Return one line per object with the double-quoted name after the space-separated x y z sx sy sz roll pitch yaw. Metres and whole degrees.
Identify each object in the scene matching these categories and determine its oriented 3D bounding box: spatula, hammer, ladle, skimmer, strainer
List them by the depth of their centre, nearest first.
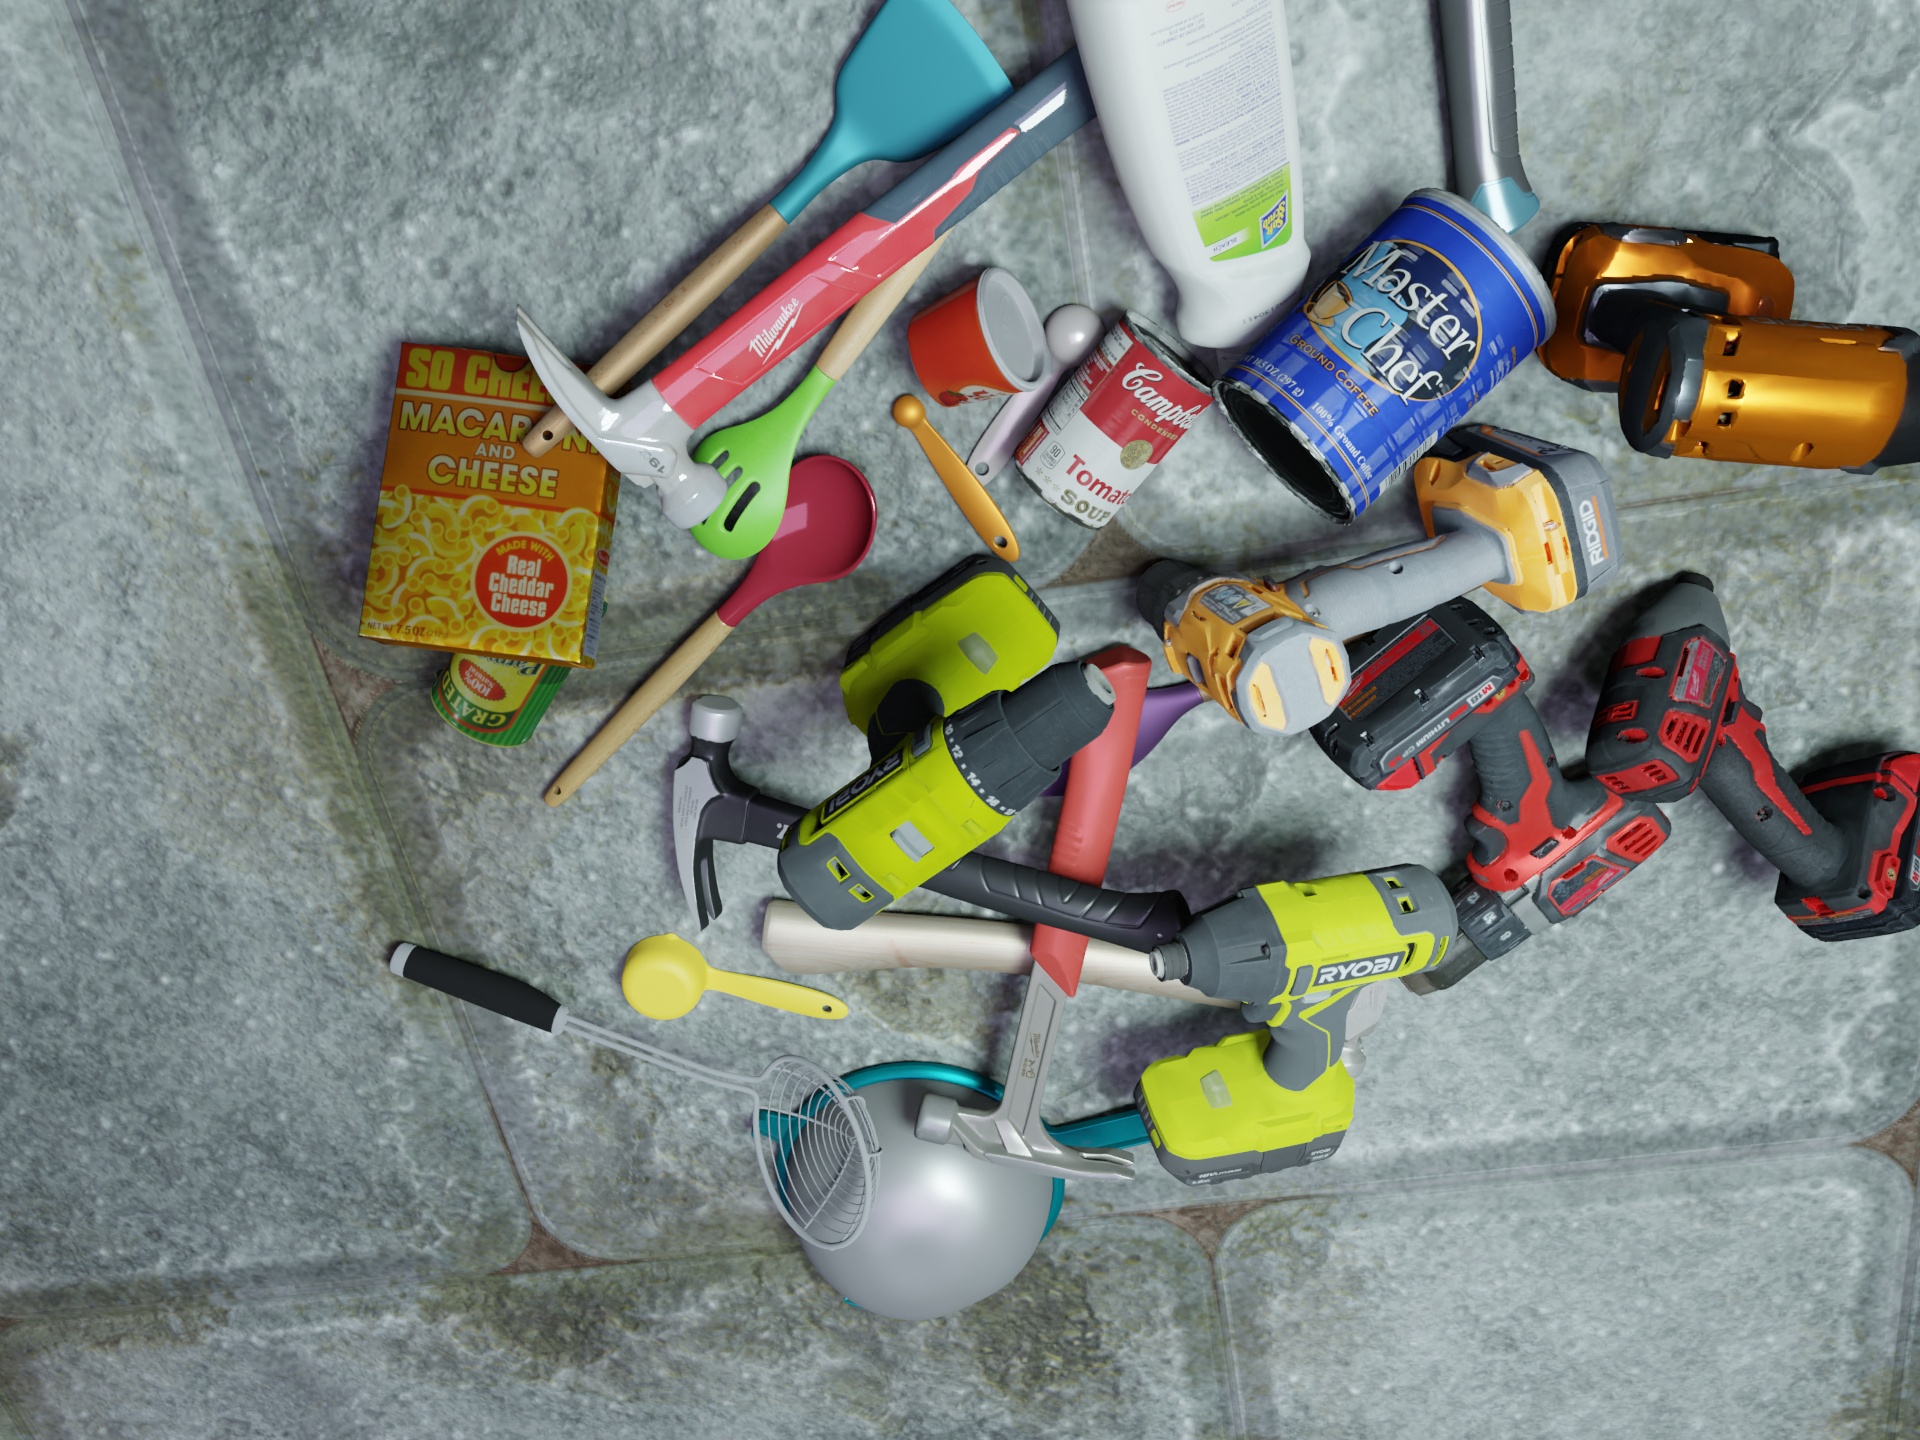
0.244 -0.396 0.765 0.128 0.033 0.330 -11 116 8 "hammer"
-0.040 -0.263 0.806 0.386 0.038 0.143 -36 123 9 "hammer"
-0.114 -0.248 0.832 0.317 0.044 0.082 -42 114 6 "spatula"
0.170 -0.026 0.964 0.316 0.018 0.059 -24 110 15 "spatula"
-0.158 -0.044 0.966 0.315 0.031 0.069 -42 82 23 "ladle"
-0.020 0.094 0.972 0.335 0.035 0.146 14 108 12 "hammer"
0.075 0.128 1.001 0.149 0.037 0.359 12 110 0 "hammer"
0.076 0.148 1.047 0.410 0.038 0.146 6 115 0 "hammer"
-0.220 0.237 1.052 0.363 0.090 0.127 20 119 2 "skimmer"
0.028 0.333 1.110 0.340 0.095 0.210 -17 114 13 "strainer"

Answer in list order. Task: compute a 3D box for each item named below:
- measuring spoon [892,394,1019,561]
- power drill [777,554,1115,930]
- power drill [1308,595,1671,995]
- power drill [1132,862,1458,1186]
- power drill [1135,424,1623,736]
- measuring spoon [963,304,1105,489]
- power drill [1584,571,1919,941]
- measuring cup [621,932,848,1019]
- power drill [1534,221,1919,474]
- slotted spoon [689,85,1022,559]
-0.002 -0.137 0.915 0.021 0.011 0.116 -25 111 35 "measuring spoon"
-0.001 -0.003 0.866 0.190 0.229 0.080 -36 110 19 "power drill"
0.296 0.055 0.947 0.188 0.080 0.226 -40 118 11 "power drill"
0.180 0.179 0.939 0.171 0.080 0.223 -8 136 -14 "power drill"
0.214 -0.082 0.871 0.226 0.185 0.084 -26 114 -6 "power drill"
0.038 -0.177 0.894 0.034 0.018 0.124 31 115 -12 "measuring spoon"
0.462 0.020 0.915 0.219 0.143 0.078 34 154 -13 "power drill"
-0.154 0.188 1.081 0.156 0.029 0.062 13 117 0 "measuring cup"
0.378 -0.177 0.760 0.164 0.227 0.084 5 117 0 "power drill"
-0.060 -0.213 0.874 0.070 0.031 0.313 45 110 12 "slotted spoon"
